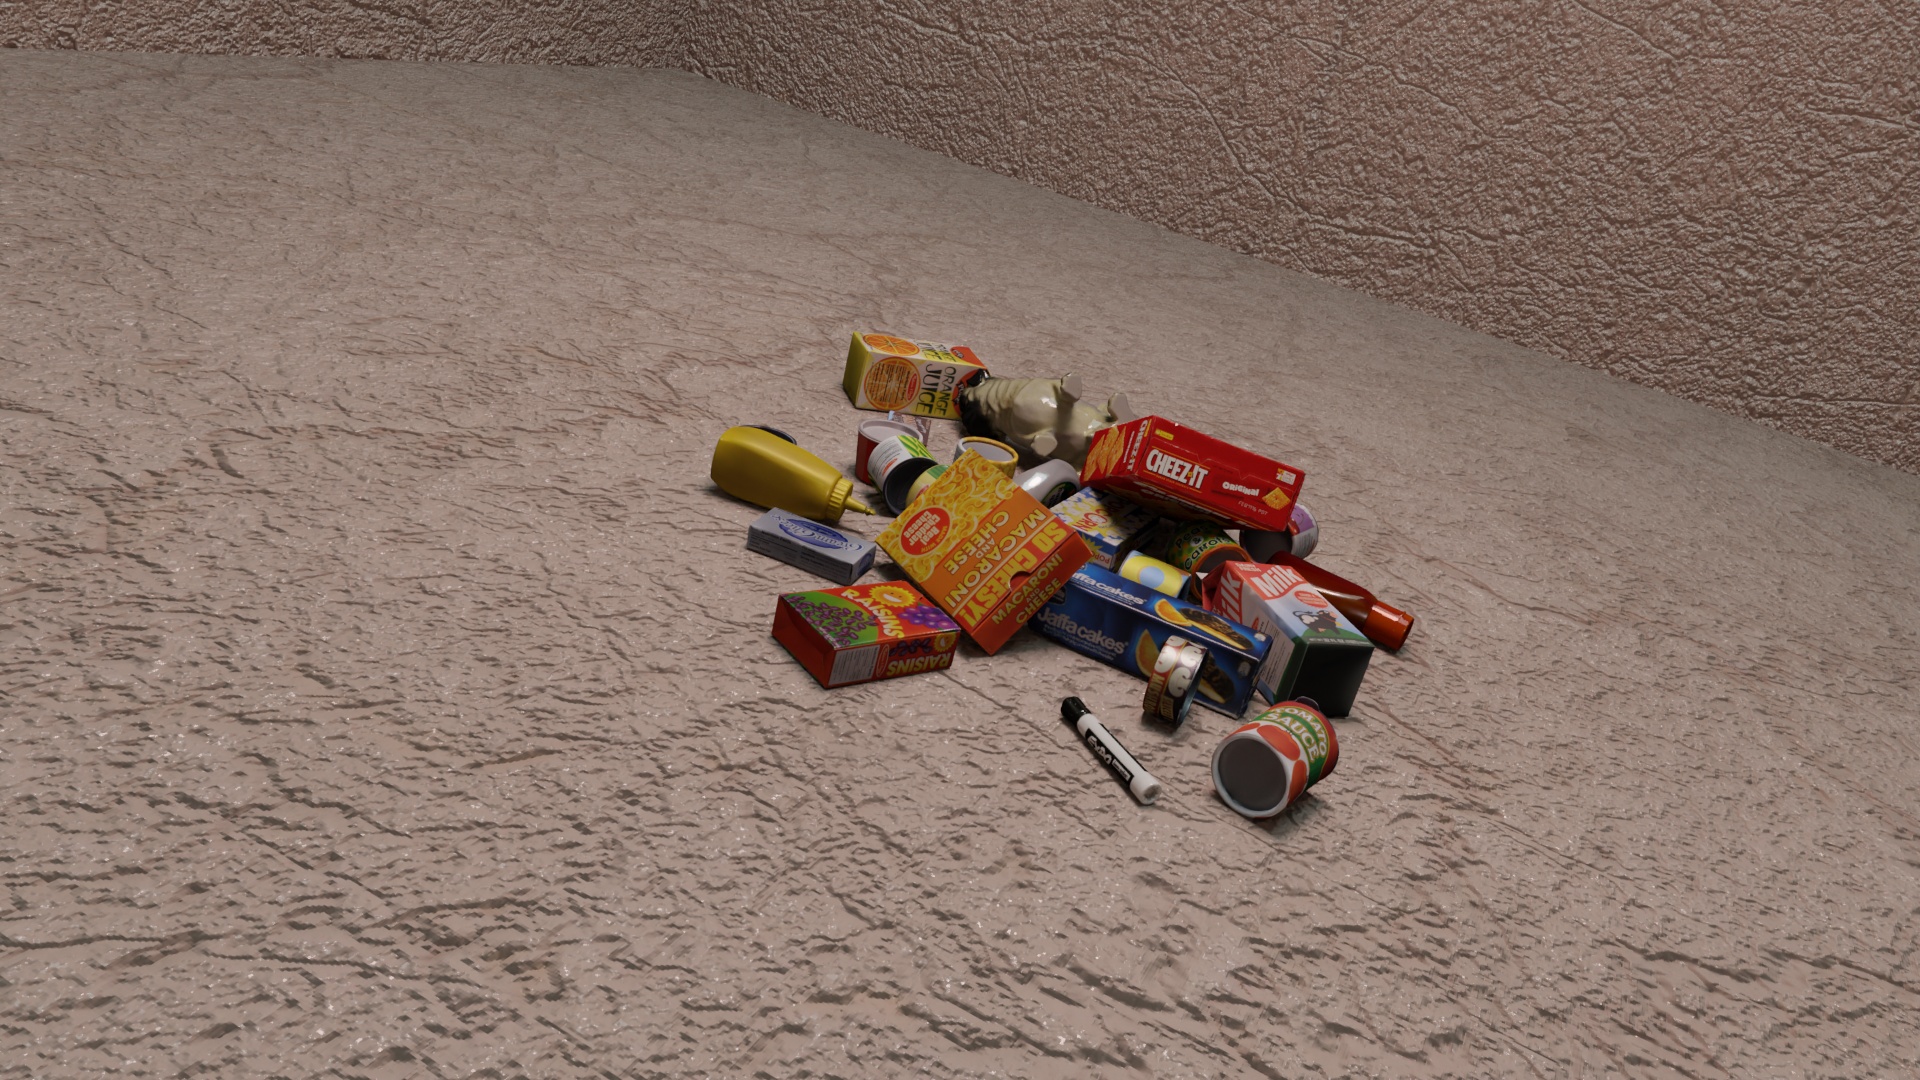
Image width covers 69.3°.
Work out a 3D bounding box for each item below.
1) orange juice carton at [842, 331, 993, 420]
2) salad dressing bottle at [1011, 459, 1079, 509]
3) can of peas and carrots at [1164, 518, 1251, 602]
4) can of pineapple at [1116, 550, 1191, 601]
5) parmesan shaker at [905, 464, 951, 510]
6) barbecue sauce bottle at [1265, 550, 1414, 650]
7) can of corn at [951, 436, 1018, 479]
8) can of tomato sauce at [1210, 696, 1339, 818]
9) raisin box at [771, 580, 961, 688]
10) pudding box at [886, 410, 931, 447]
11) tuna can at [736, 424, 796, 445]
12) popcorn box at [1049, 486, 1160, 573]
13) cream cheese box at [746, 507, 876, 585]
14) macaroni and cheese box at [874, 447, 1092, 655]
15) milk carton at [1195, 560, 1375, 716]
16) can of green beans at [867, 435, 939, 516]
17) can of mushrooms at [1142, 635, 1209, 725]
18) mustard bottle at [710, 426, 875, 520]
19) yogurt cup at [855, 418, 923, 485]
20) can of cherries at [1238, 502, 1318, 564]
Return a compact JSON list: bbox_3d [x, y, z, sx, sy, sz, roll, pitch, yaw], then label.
[{"bbox_3d":[-0.037,-0.194,1.664,0.193,0.072,0.072,5,25,-22],"label":"orange juice carton"},{"bbox_3d":[0.060,-0.041,1.403,0.148,0.064,0.044,-25,66,-44],"label":"salad dressing bottle"},{"bbox_3d":[0.241,0.019,1.357,0.071,0.070,0.059,4,26,-23],"label":"can of peas and carrots"},{"bbox_3d":[0.171,0.048,1.255,0.058,0.070,0.071,23,25,17],"label":"can of pineapple"},{"bbox_3d":[0.005,-0.016,1.305,0.071,0.071,0.103,-9,37,-43],"label":"parmesan shaker"},{"bbox_3d":[0.372,0.060,1.377,0.149,0.043,0.065,27,27,25],"label":"barbecue sauce bottle"},{"bbox_3d":[0.024,-0.068,1.439,0.071,0.058,0.071,12,24,-5],"label":"can of corn"},{"bbox_3d":[0.236,0.162,1.039,0.071,0.071,0.083,29,28,30],"label":"can of tomato sauce"},{"bbox_3d":[-0.074,0.071,1.098,0.124,0.040,0.086,-5,29,-39],"label":"raisin box"},{"bbox_3d":[-0.060,-0.111,1.521,0.050,0.030,0.084,12,23,-3],"label":"pudding box"},{"bbox_3d":[-0.197,-0.087,1.383,0.071,0.032,0.071,12,24,-5],"label":"tuna can"},{"bbox_3d":[0.139,-0.011,1.403,0.085,0.038,0.127,24,25,21],"label":"popcorn box"},{"bbox_3d":[-0.132,0.005,1.230,0.104,0.024,0.053,20,25,12],"label":"cream cheese box"},{"bbox_3d":[0.016,0.006,1.201,0.167,0.124,0.040,41,-6,46],"label":"macaroni and cheese box"},{"bbox_3d":[0.283,0.076,1.252,0.072,0.073,0.191,4,25,-22],"label":"milk carton"},{"bbox_3d":[-0.054,-0.064,1.375,0.071,0.071,0.058,4,25,-24],"label":"can of green beans"},{"bbox_3d":[0.172,0.114,1.116,0.033,0.070,0.071,22,24,16],"label":"can of mushrooms"},{"bbox_3d":[-0.153,-0.054,1.305,0.160,0.065,0.049,23,29,4],"label":"mustard bottle"},{"bbox_3d":[-0.077,-0.088,1.430,0.072,0.053,0.073,12,24,-5],"label":"yogurt cup"},{"bbox_3d":[0.334,-0.005,1.470,0.071,0.071,0.058,29,28,29],"label":"can of cherries"}]
